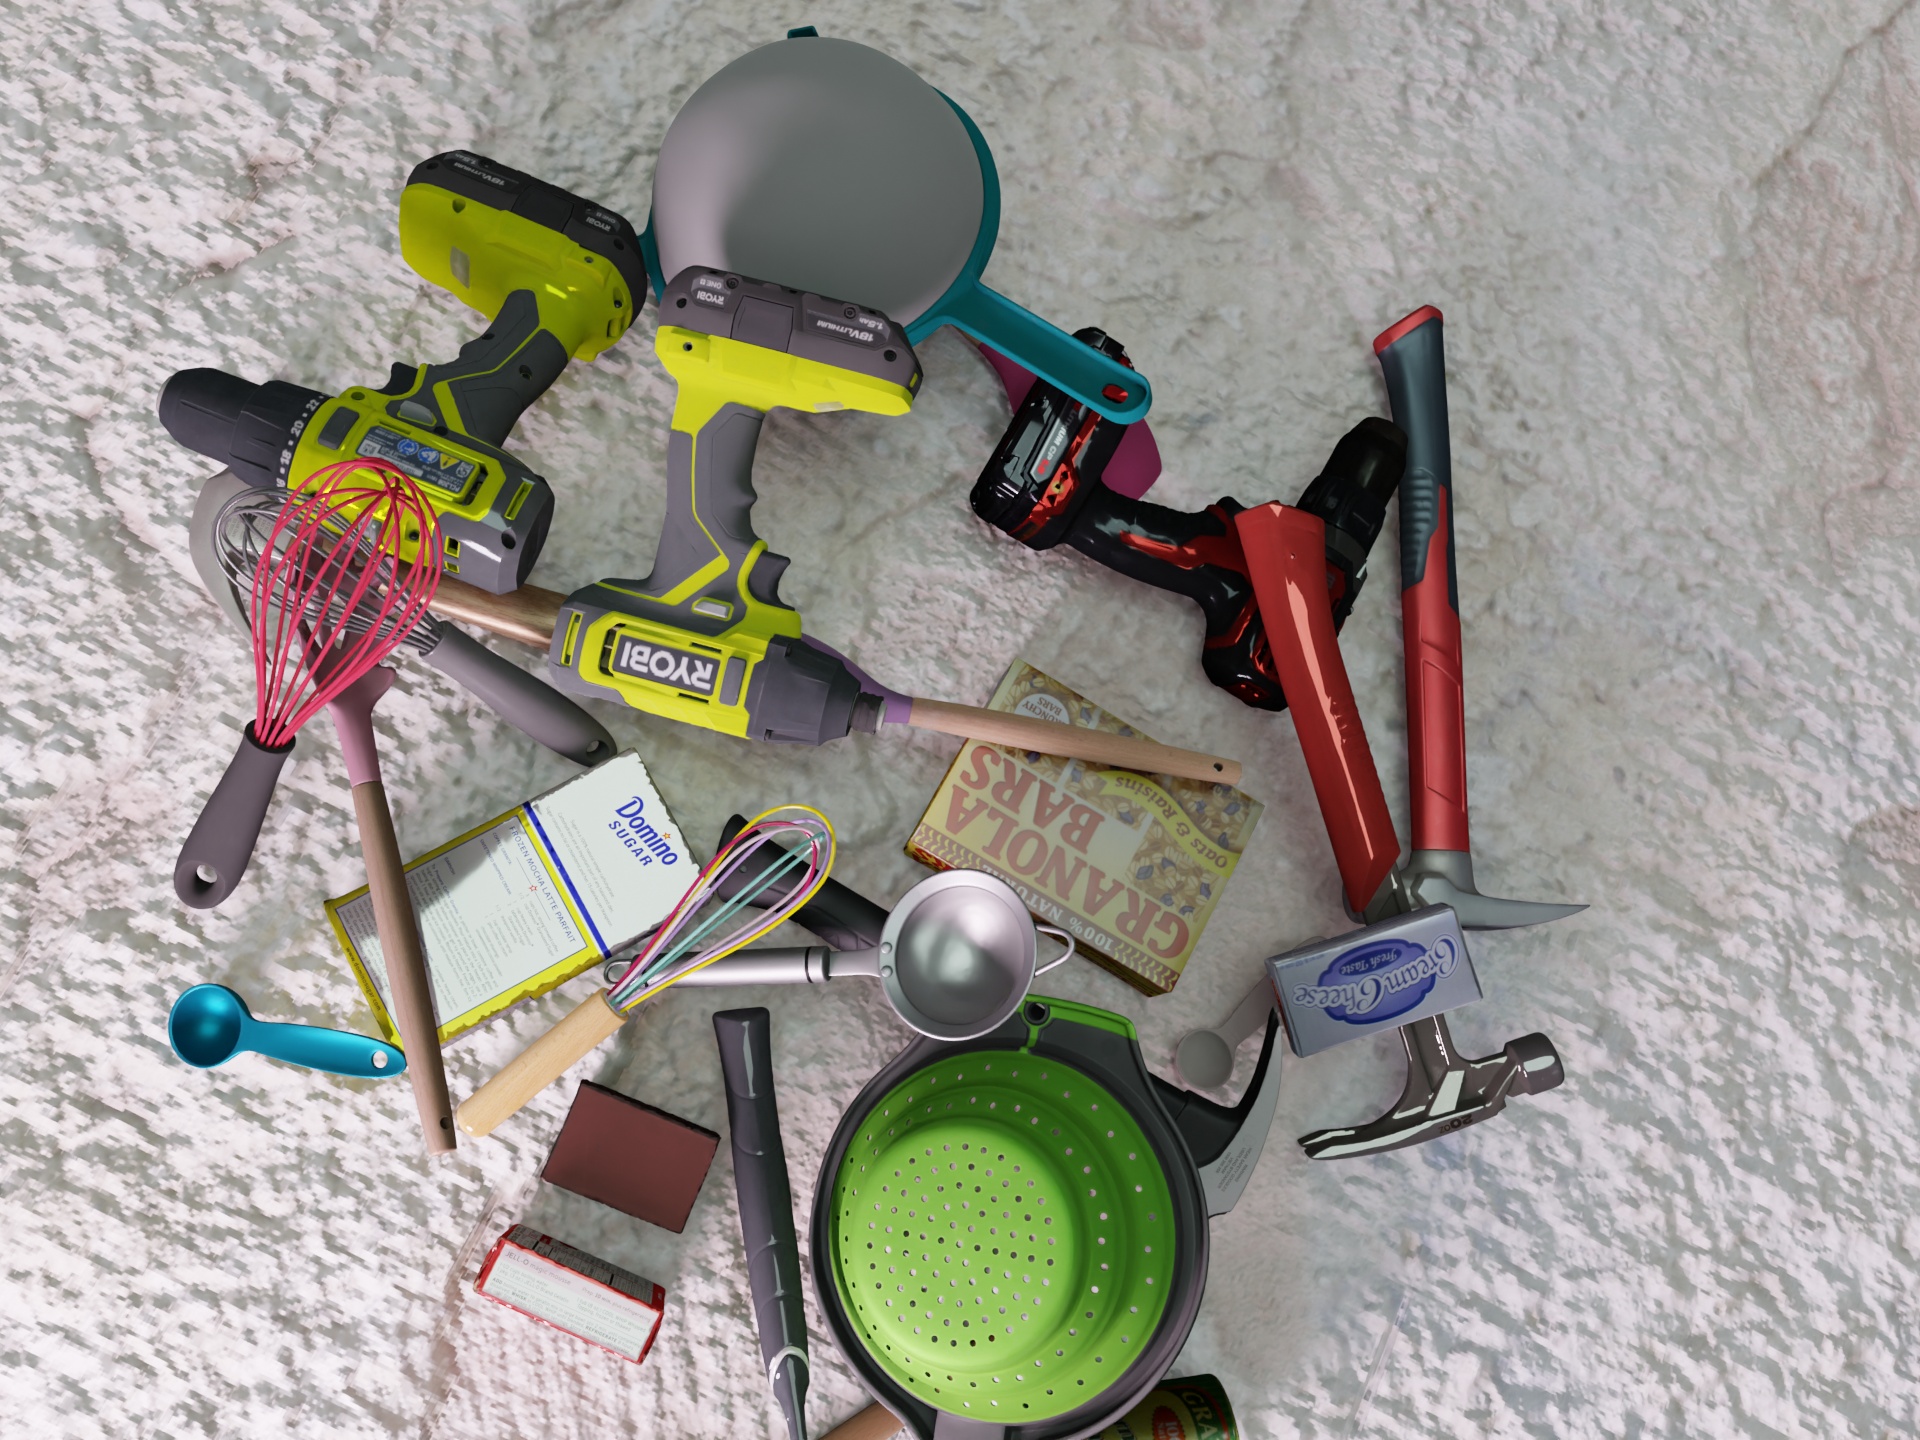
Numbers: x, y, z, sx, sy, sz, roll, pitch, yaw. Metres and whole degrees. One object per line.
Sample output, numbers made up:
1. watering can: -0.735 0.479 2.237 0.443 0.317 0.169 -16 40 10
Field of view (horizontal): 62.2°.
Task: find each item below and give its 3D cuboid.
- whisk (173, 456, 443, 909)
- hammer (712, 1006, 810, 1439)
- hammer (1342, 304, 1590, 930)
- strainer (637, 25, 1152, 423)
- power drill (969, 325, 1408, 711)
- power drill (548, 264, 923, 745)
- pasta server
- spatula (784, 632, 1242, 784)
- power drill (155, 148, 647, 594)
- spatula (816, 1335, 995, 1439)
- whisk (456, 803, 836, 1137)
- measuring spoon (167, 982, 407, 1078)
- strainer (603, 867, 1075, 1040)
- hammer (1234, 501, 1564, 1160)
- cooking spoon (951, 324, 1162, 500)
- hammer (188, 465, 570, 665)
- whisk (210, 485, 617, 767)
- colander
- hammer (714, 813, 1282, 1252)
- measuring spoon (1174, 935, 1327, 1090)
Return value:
1. whisk: -0.315 -0.005 0.740 0.073 0.295 0.073 27 33 -19
2. hammer: -0.077 0.330 0.752 0.036 0.149 0.409 -5 62 -15
3. hammer: 0.300 -0.067 0.967 0.143 0.038 0.386 4 77 -11
4. strainer: -0.039 -0.268 0.862 0.340 0.095 0.211 36 81 20
5. power drill: 0.141 -0.136 0.923 0.226 0.080 0.188 31 81 -8
6. power drill: -0.101 -0.103 0.817 0.171 0.080 0.223 15 94 2
7. pasta server: -0.285 0.056 0.786 0.060 0.040 0.316 -2 71 -47
8. spatula: -0.001 -0.003 0.865 0.316 0.018 0.060 12 75 -2
9. power drill: -0.280 -0.189 0.833 0.190 0.080 0.229 22 58 -5
10. spatula: -0.108 0.396 0.783 0.317 0.044 0.082 -29 80 -16
11. whisk: -0.160 0.127 0.807 0.245 0.051 0.047 -40 96 4
12. measuring spoon: -0.331 0.159 0.792 0.128 0.021 0.042 9 86 9
13. strainer: -0.064 0.124 0.820 0.258 0.050 0.087 -4 71 13
14. hammer: 0.209 0.056 0.876 0.149 0.037 0.359 -18 92 0
15. cooking spoon: -0.003 -0.248 0.961 0.319 0.017 0.069 44 80 1
16. hammer: -0.250 -0.060 0.866 0.331 0.031 0.130 18 75 -6
17. whisk: -0.265 -0.037 0.798 0.238 0.055 0.055 39 70 -37
18. colander: -0.001 0.325 0.742 0.204 0.094 0.397 6 78 17
19. hammer: 0.015 0.147 0.850 0.335 0.035 0.146 31 98 2
20. measuring spoon: 0.166 0.164 0.905 0.124 0.018 0.034 -38 86 -23
